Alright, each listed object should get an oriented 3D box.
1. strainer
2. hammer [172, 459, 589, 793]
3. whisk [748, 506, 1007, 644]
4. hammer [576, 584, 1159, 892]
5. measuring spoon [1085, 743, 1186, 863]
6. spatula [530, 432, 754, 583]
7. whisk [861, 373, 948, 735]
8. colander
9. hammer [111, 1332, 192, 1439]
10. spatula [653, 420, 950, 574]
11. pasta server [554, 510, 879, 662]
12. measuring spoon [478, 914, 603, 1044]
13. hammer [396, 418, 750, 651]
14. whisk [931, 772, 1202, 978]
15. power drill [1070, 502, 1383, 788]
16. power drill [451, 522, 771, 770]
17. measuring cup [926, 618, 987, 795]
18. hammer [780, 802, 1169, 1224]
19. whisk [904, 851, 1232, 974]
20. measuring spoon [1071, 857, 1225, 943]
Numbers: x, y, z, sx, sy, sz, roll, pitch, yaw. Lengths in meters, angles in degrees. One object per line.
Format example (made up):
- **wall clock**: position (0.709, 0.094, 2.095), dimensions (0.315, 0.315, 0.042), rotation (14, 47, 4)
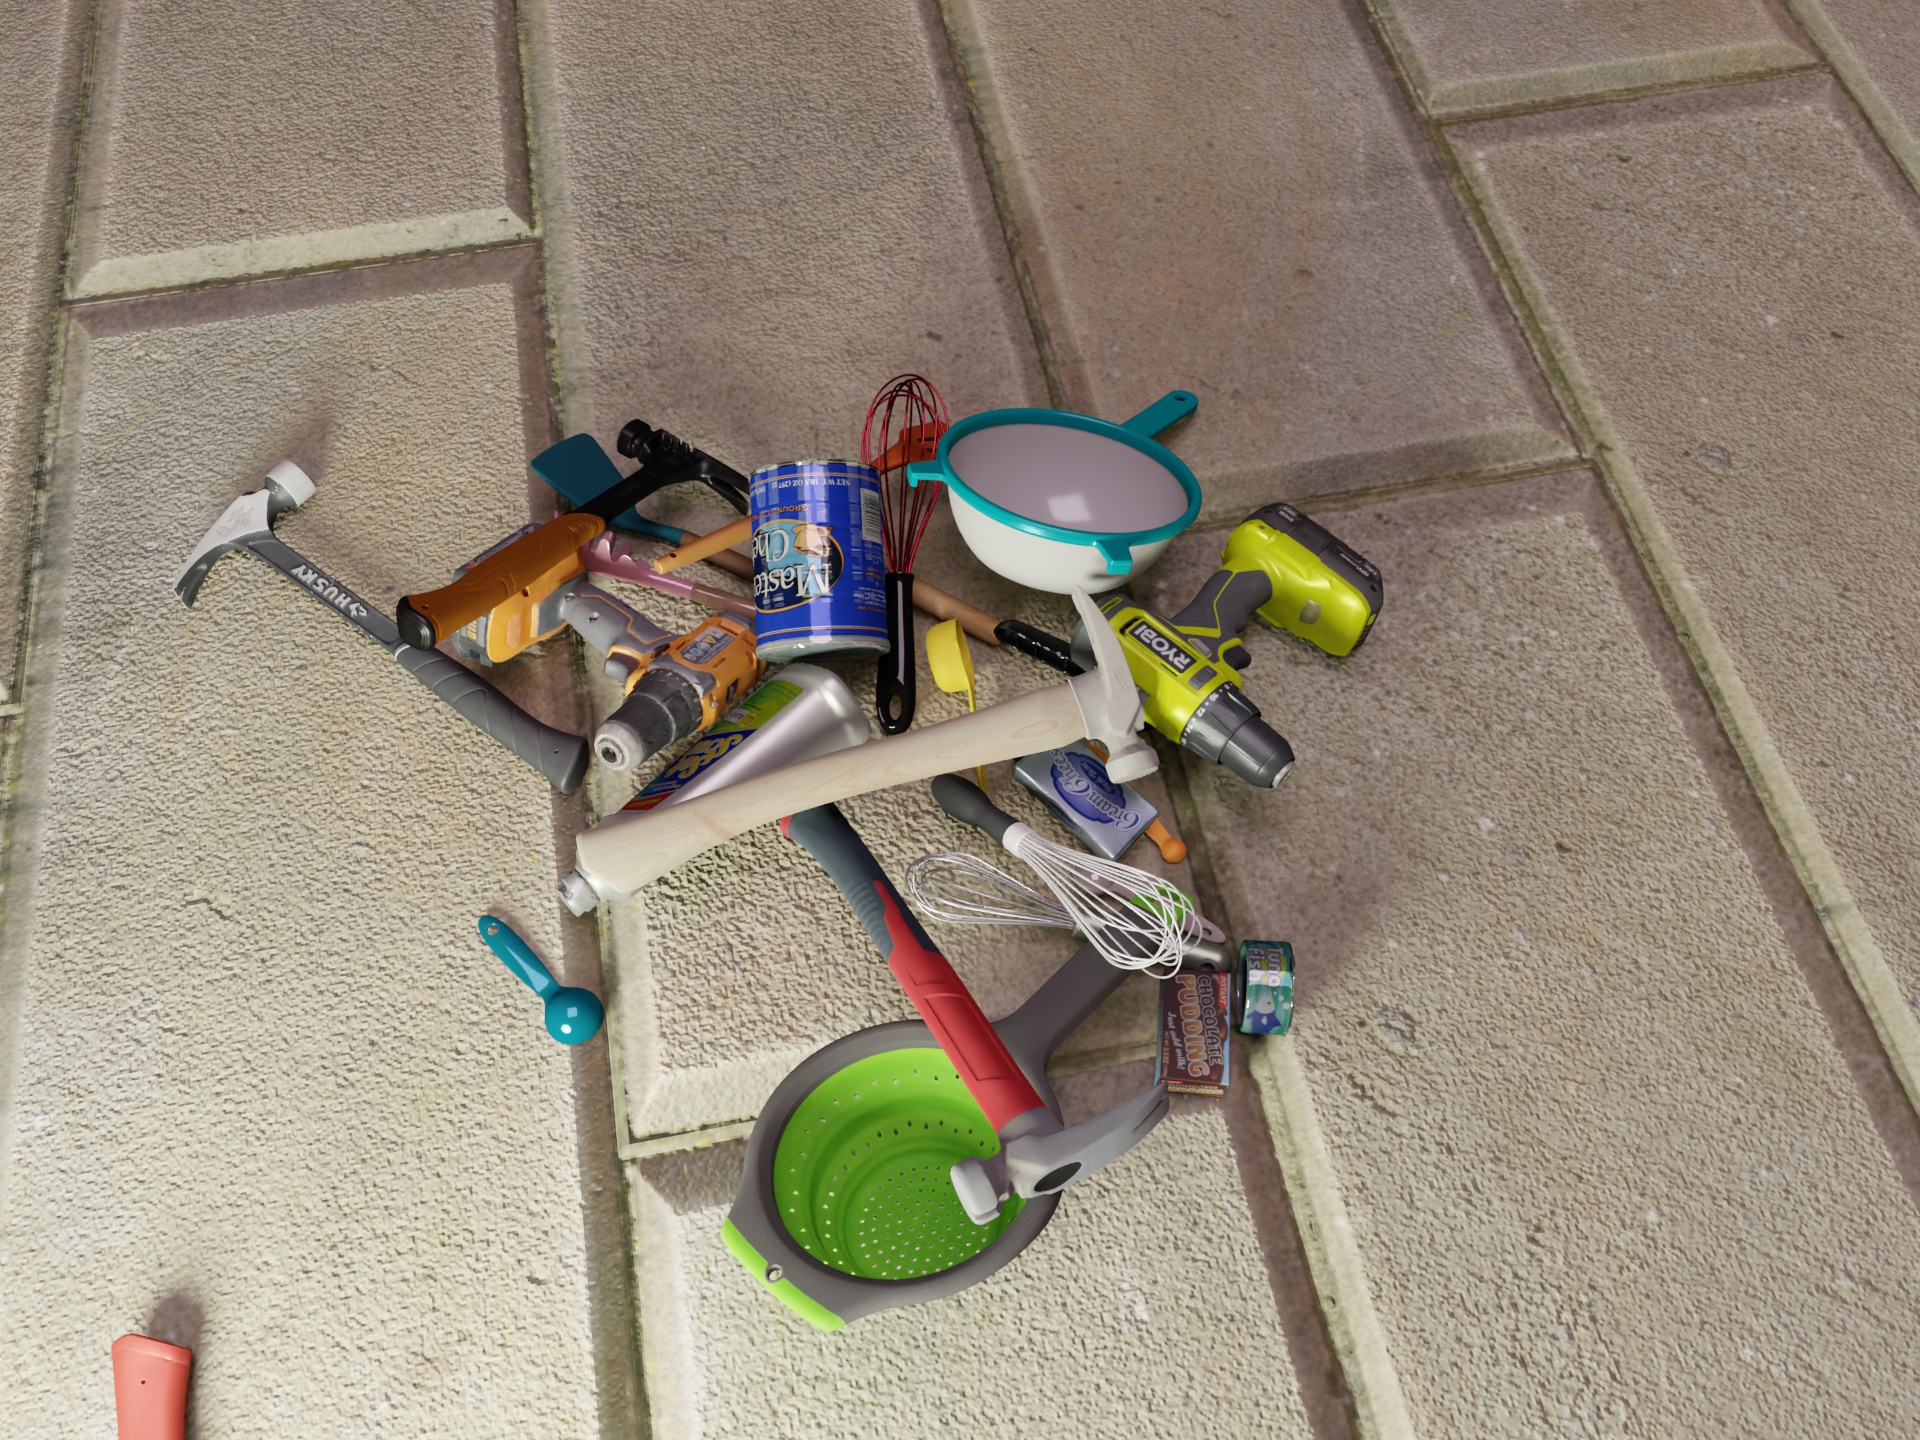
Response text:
- **strainer**: position (0.111, -0.188, 1.313), dimensions (0.211, 0.095, 0.340), rotation (26, 37, 20)
- **hammer**: position (-0.458, -0.062, 1.280), dimensions (0.409, 0.036, 0.149), rotation (33, 67, 17)
- **whisk**: position (-0.070, -0.128, 1.315), dimensions (0.245, 0.051, 0.047), rotation (28, 58, 11)
- **hammer**: position (-0.072, 0.026, 1.136), dimensions (0.410, 0.038, 0.146), rotation (-17, 80, -7)
- **measuring spoon**: position (0.131, 0.061, 1.213), dimensions (0.021, 0.011, 0.117), rotation (-36, 77, -17)
- **spatula**: position (-0.208, -0.149, 1.325), dimensions (0.317, 0.044, 0.082), rotation (25, 36, 12)
- **whisk**: position (-0.047, -0.135, 1.269), dimensions (0.073, 0.073, 0.296), rotation (2, 83, 1)
- **colander**: position (0.026, 0.256, 1.064), dimensions (0.205, 0.094, 0.397), rotation (28, 54, 35)
- **hammer**: position (-0.472, 0.545, 0.934), dimensions (0.149, 0.036, 0.359), rotation (-18, 62, -10)
- **spatula**: position (-0.110, -0.181, 1.307), dimensions (0.322, 0.041, 0.081), rotation (-28, 66, -28)
- **pasta server**: position (-0.191, -0.105, 1.303), dimensions (0.316, 0.060, 0.040), rotation (19, 93, 7)
- **measuring spoon**: position (-0.308, 0.181, 1.148), dimensions (0.129, 0.021, 0.042), rotation (40, 68, 19)
- **hammer**: position (-0.300, -0.139, 1.227), dimensions (0.127, 0.034, 0.337), rotation (29, 40, 12)
- **whisk**: position (0.062, 0.099, 1.126), dimensions (0.070, 0.070, 0.285), rotation (-36, 39, -19)
- **power drill**: position (0.223, -0.058, 1.228), dimensions (0.191, 0.080, 0.228), rotation (40, 56, 21)
- **power drill**: position (-0.283, -0.053, 1.222), dimensions (0.226, 0.084, 0.185), rotation (25, 38, 12)
- **measuring cup**: position (-0.002, -0.004, 1.246), dimensions (0.029, 0.062, 0.157), rotation (-12, 71, 9)
- **hammer**: position (-0.015, 0.159, 1.081), dimensions (0.143, 0.038, 0.387), rotation (-23, 43, -16)
- **whisk**: position (0.078, 0.144, 1.159), dimensions (0.246, 0.057, 0.059), rotation (16, 41, 3)
- **measuring spoon**: position (0.138, 0.139, 1.181), dimensions (0.124, 0.018, 0.034), rotation (26, 41, 7)
